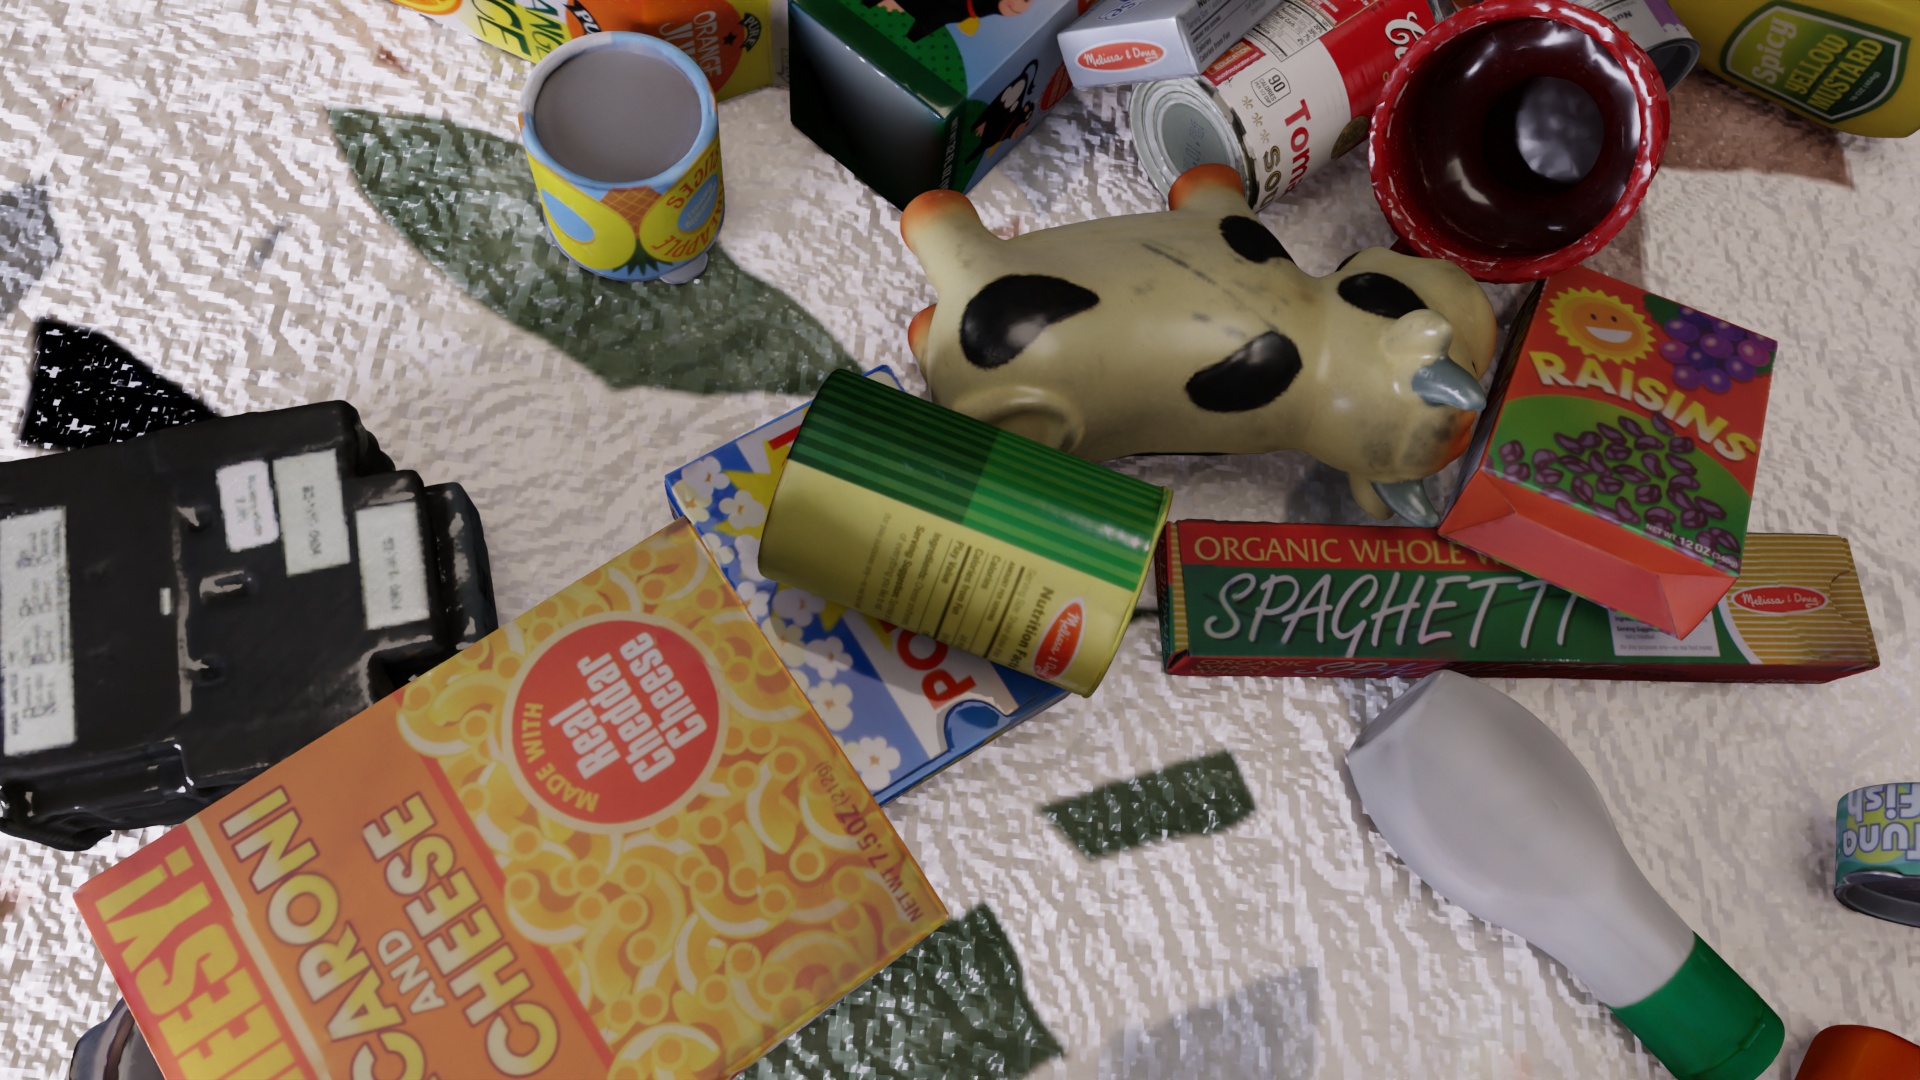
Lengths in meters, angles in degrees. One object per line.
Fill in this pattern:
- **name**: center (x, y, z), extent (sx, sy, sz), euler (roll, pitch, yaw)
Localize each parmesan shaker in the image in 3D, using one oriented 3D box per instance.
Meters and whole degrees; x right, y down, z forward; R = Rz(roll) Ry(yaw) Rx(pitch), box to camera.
- **parmesan shaker**: center (0.001, -0.005, 0.405), extent (0.103, 0.071, 0.071), euler (21, 69, 1)

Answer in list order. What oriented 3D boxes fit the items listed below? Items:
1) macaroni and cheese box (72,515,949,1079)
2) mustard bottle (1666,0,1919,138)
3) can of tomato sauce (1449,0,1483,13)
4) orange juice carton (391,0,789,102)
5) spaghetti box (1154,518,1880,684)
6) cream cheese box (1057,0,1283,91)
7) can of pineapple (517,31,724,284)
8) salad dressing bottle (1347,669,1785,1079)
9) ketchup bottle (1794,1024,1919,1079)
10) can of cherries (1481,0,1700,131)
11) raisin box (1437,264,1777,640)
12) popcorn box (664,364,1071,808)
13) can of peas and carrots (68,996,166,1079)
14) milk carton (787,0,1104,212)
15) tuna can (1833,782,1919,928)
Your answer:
- **macaroni and cheese box**: center (-0.106, 0.091, 0.345), extent (0.167, 0.040, 0.124), euler (-33, 78, -12)
- **mustard bottle**: center (0.328, -0.220, 0.571), extent (0.160, 0.065, 0.049), euler (24, 64, 8)
- **can of tomato sauce**: center (0.219, -0.260, 0.570), extent (0.071, 0.071, 0.083), euler (-20, 74, -13)
- **orange juice carton**: center (-0.143, -0.222, 0.508), extent (0.193, 0.071, 0.073), euler (24, 69, 3)
- **spaghetti box**: center (0.190, 0.022, 0.482), extent (0.250, 0.028, 0.050), euler (1, 70, -7)
- **cream cheese box**: center (0.086, -0.196, 0.495), extent (0.053, 0.024, 0.104), euler (12, 48, 43)
- **can of pineapple**: center (-0.115, -0.133, 0.486), extent (0.071, 0.057, 0.071), euler (2, 70, -6)
- **salad dressing bottle**: center (0.192, 0.109, 0.444), extent (0.064, 0.044, 0.148), euler (-40, 80, -18)
- **ketchup bottle**: center (0.261, 0.223, 0.409), extent (0.065, 0.043, 0.149), euler (35, 70, 7)
- **can of cherries**: center (0.245, -0.195, 0.551), extent (0.071, 0.071, 0.058), euler (-21, 73, -13)
- **raisin box**: center (0.226, -0.036, 0.481), extent (0.086, 0.039, 0.124), euler (24, 53, 12)
- **popcorn box**: center (-0.029, 0.016, 0.453), extent (0.085, 0.038, 0.127), euler (-29, 76, -17)
- **can of peas and carrots**: center (-0.190, 0.142, 0.377), extent (0.071, 0.058, 0.071), euler (2, 70, -5)
- **milk carton**: center (0.025, -0.216, 0.526), extent (0.073, 0.072, 0.191), euler (39, 70, 8)
- **tuna can**: center (0.318, 0.103, 0.448), extent (0.071, 0.070, 0.033), euler (16, 68, -1)
